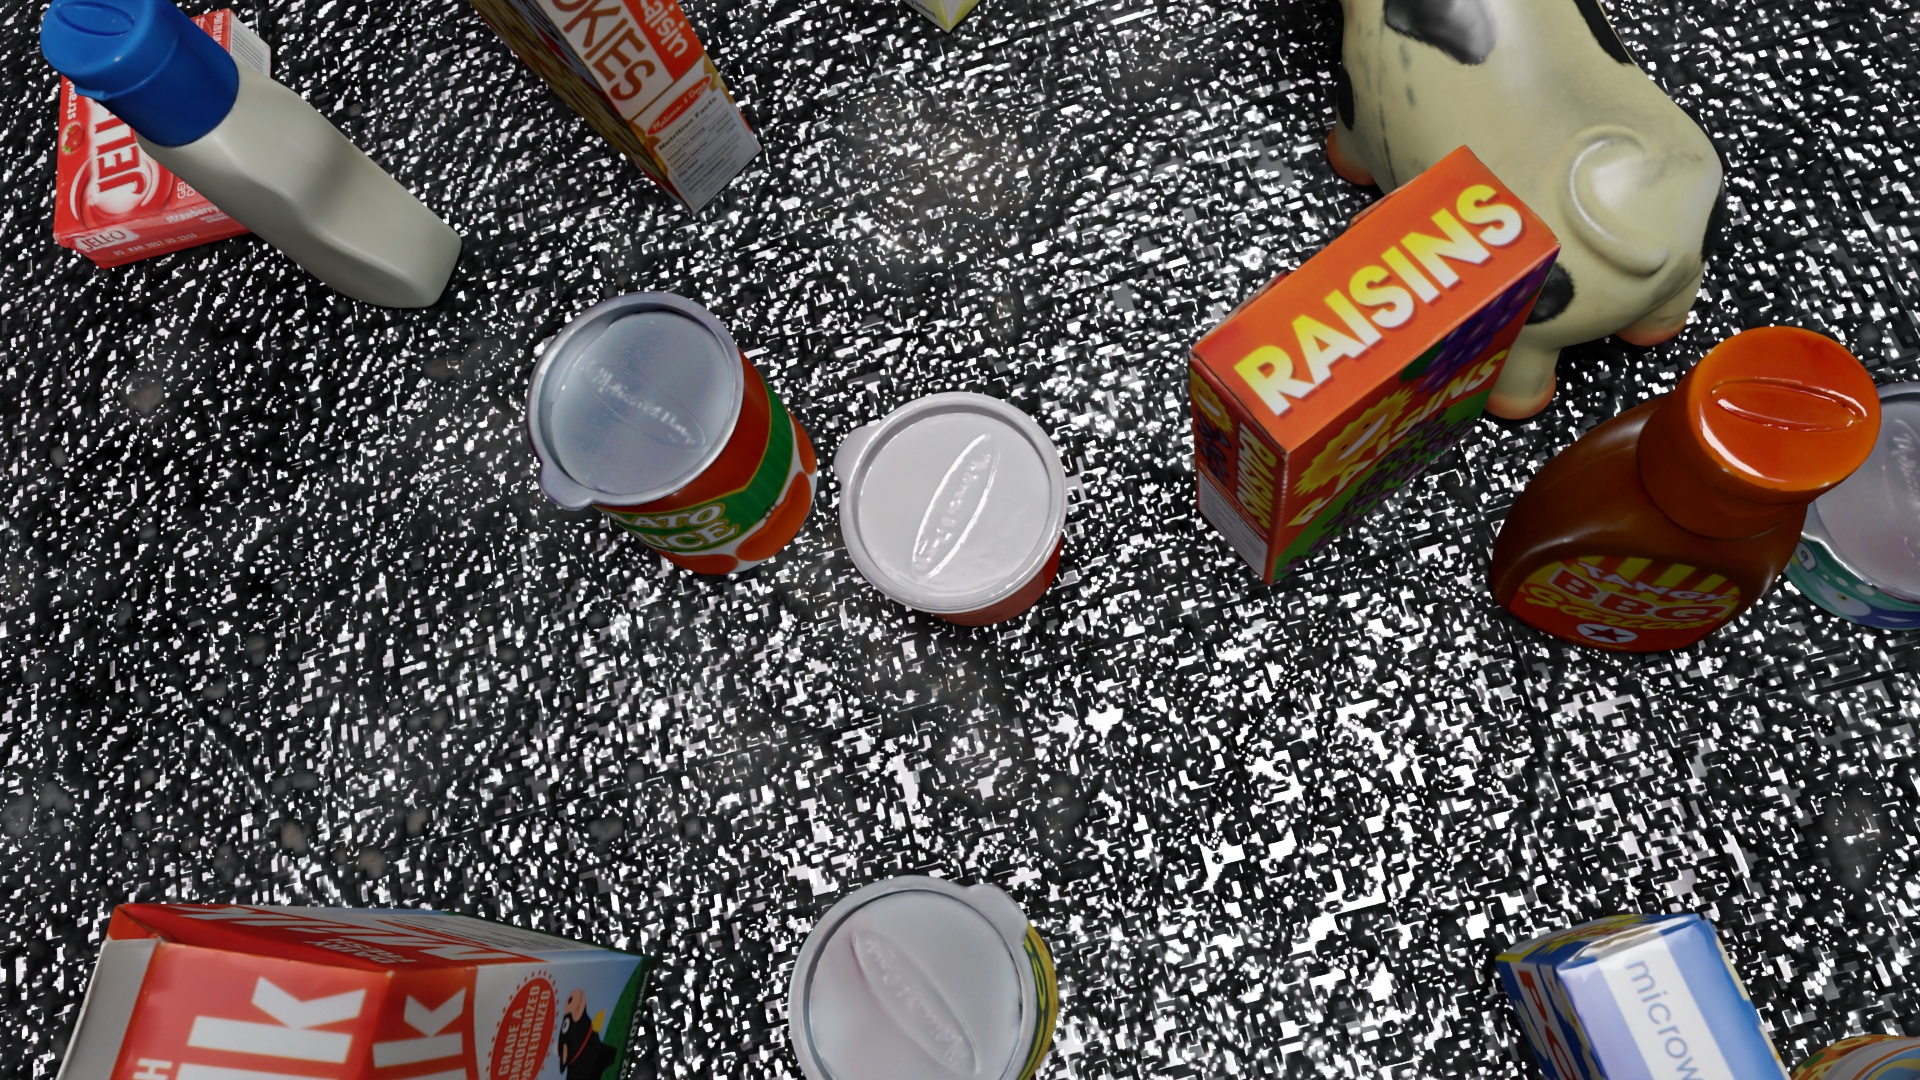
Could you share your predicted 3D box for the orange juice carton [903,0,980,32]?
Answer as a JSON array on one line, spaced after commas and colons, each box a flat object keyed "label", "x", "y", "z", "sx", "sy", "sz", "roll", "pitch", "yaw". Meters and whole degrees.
[{"label": "orange juice carton", "x": -0.022, "y": -0.259, "z": 0.437, "sx": 0.072, "sy": 0.192, "sz": 0.073, "roll": 41, "pitch": 85, "yaw": 18}]

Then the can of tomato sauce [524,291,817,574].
[{"label": "can of tomato sauce", "x": -0.088, "y": -0.029, "z": 0.437, "sx": 0.071, "sy": 0.083, "sz": 0.071, "roll": -3, "pitch": 73, "yaw": 10}]

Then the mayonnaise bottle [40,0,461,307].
[{"label": "mayonnaise bottle", "x": -0.229, "y": -0.126, "z": 0.457, "sx": 0.065, "sy": 0.147, "sz": 0.041, "roll": 16, "pitch": 78, "yaw": 15}]

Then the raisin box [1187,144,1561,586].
[{"label": "raisin box", "x": 0.108, "y": -0.041, "z": 0.384, "sx": 0.086, "sy": 0.123, "sz": 0.040, "roll": -37, "pitch": 71, "yaw": -2}]

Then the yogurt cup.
[{"label": "yogurt cup", "x": 0.002, "y": -0.005, "z": 0.429, "sx": 0.072, "sy": 0.054, "sz": 0.072, "roll": -3, "pitch": 73, "yaw": 9}]

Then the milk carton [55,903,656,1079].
[{"label": "milk carton", "x": -0.152, "y": 0.133, "z": 0.343, "sx": 0.073, "sy": 0.190, "sz": 0.072, "roll": 9, "pitch": 76, "yaw": 13}]

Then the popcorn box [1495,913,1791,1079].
[{"label": "popcorn box", "x": 0.179, "y": 0.155, "z": 0.333, "sx": 0.038, "sy": 0.085, "sz": 0.127, "roll": -21, "pitch": 71, "yaw": 4}]

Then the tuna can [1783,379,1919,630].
[{"label": "tuna can", "x": 0.266, "y": -0.009, "z": 0.394, "sx": 0.071, "sy": 0.032, "sz": 0.071, "roll": -3, "pitch": 73, "yaw": 9}]

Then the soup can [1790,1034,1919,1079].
[{"label": "soup can", "x": 0.237, "y": 0.149, "z": 0.325, "sx": 0.071, "sy": 0.083, "sz": 0.071, "roll": -3, "pitch": 73, "yaw": 10}]

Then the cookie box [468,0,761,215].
[{"label": "cookie box", "x": -0.141, "y": -0.194, "z": 0.452, "sx": 0.040, "sy": 0.167, "sz": 0.123, "roll": -45, "pitch": 71, "yaw": -4}]

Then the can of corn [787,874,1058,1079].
[{"label": "can of corn", "x": -0.006, "y": 0.127, "z": 0.389, "sx": 0.071, "sy": 0.058, "sz": 0.071, "roll": -3, "pitch": 73, "yaw": 9}]

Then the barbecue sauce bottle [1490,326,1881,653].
[{"label": "barbecue sauce bottle", "x": 0.178, "y": -0.008, "z": 0.348, "sx": 0.065, "sy": 0.148, "sz": 0.044, "roll": 13, "pitch": 77, "yaw": 14}]
